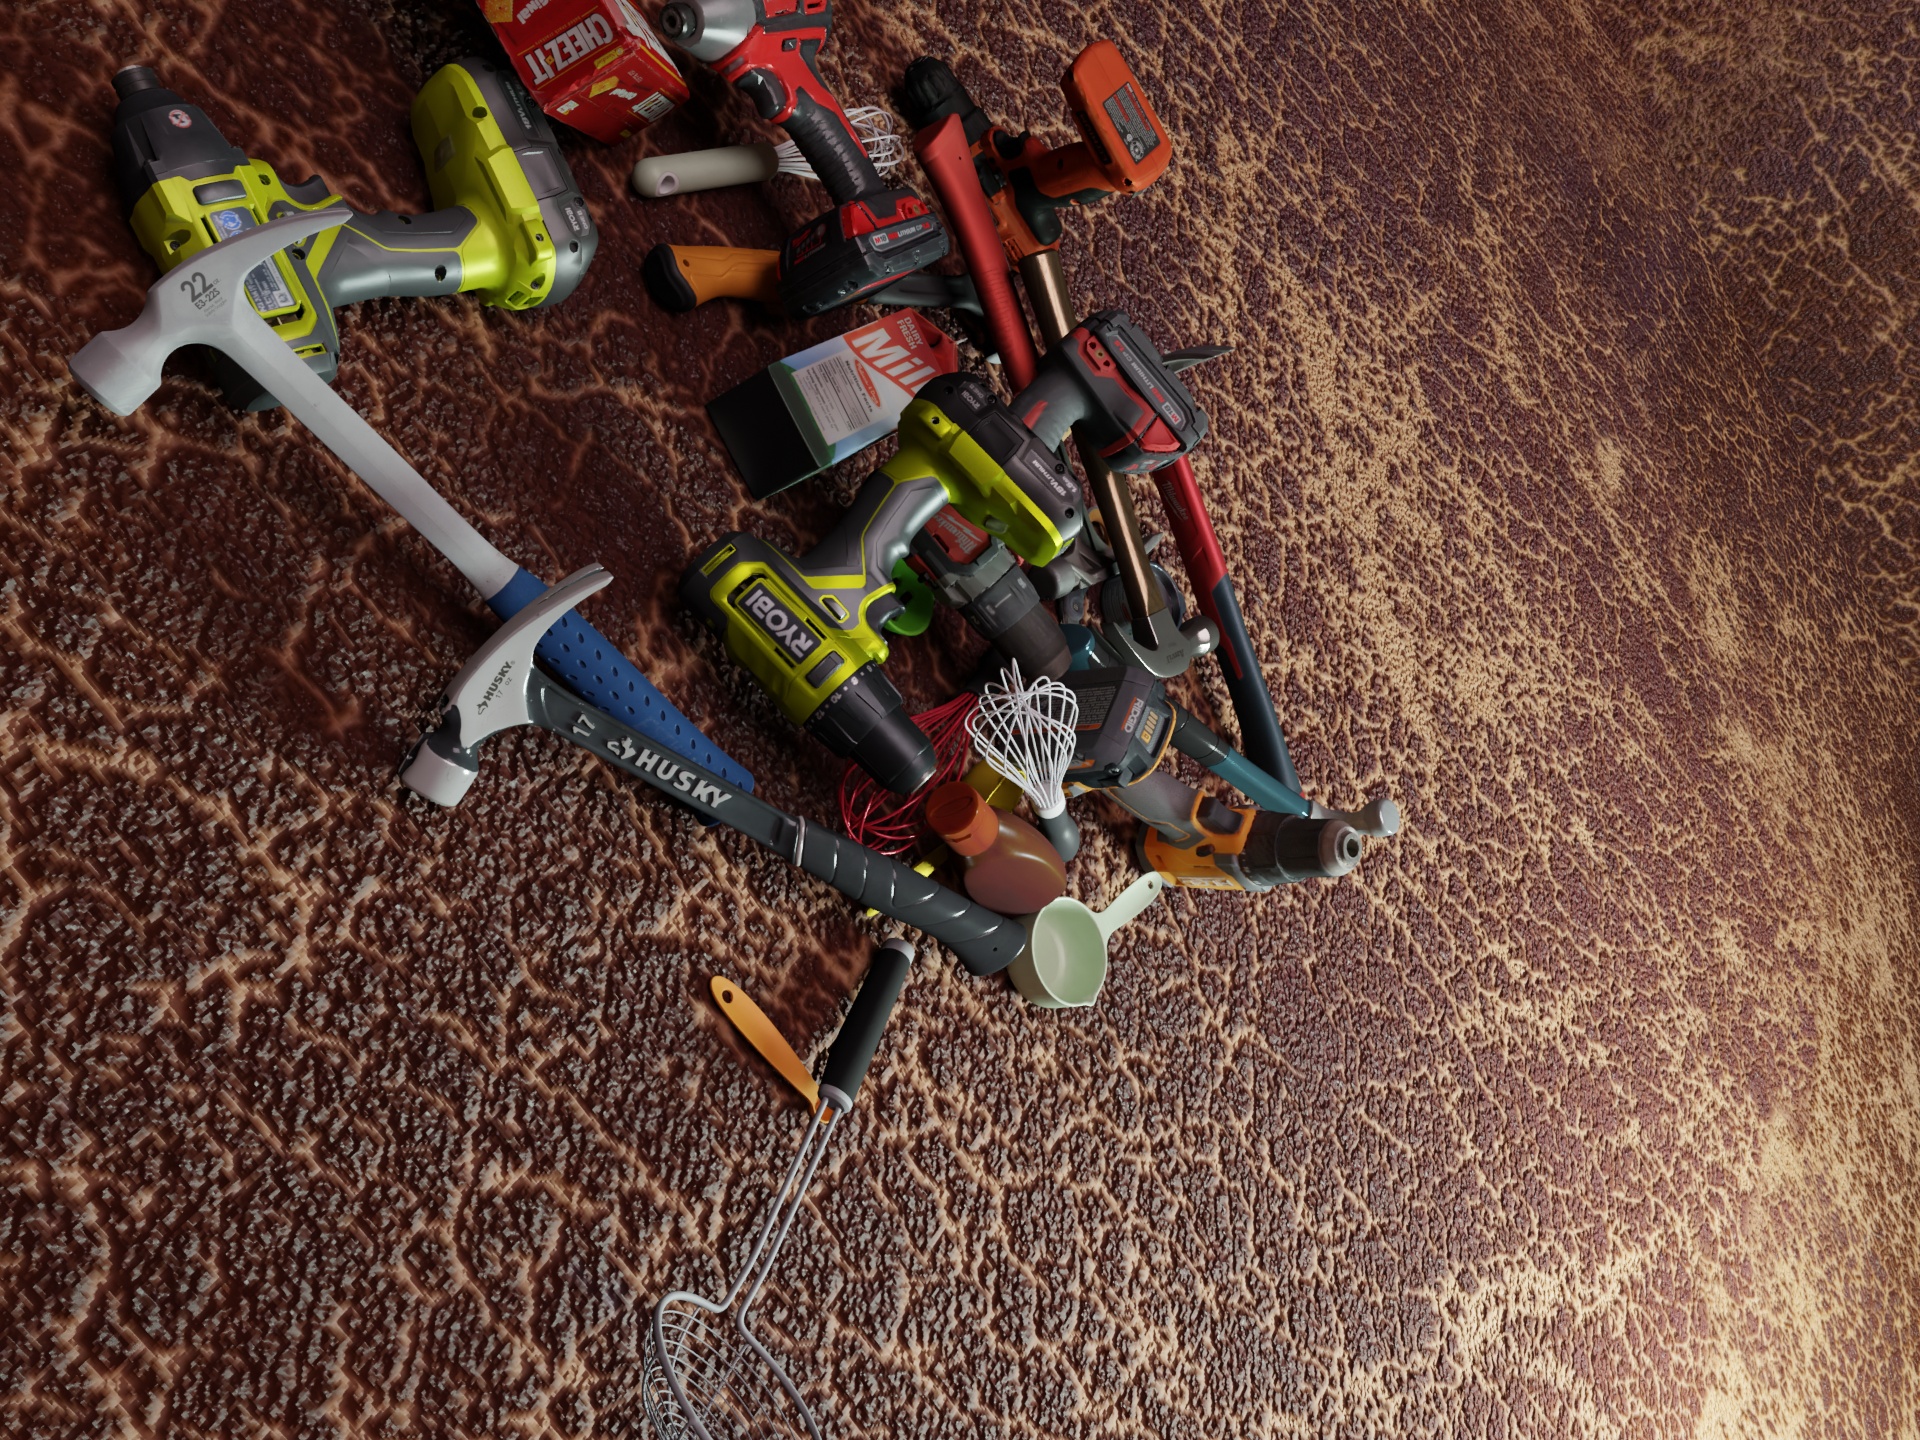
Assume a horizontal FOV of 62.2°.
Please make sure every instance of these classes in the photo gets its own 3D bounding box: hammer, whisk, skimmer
[{"bbox_3d":[0.106,-0.188,1.193,0.130,0.031,0.331,-27,102,-46],"label":"hammer"},{"bbox_3d":[0.053,0.039,1.039,0.284,0.070,0.070,69,24,-65],"label":"whisk"},{"bbox_3d":[-0.072,0.255,0.882,0.127,0.090,0.363,48,41,-21],"label":"skimmer"},{"bbox_3d":[-0.246,-0.084,0.840,0.144,0.035,0.405,-44,123,-4],"label":"hammer"},{"bbox_3d":[-0.130,-0.391,1.106,0.059,0.057,0.246,42,44,20],"label":"whisk"},{"bbox_3d":[-0.108,0.057,0.930,0.408,0.036,0.149,32,92,-34],"label":"hammer"},{"bbox_3d":[0.218,-0.109,1.296,0.038,0.143,0.386,-29,102,-42],"label":"hammer"},{"bbox_3d":[0.050,-0.276,1.201,0.149,0.037,0.359,-30,104,-45],"label":"hammer"},{"bbox_3d":[-0.082,-0.319,1.132,0.336,0.034,0.127,-13,87,-46],"label":"hammer"},{"bbox_3d":[-0.002,-0.003,1.094,0.073,0.073,0.296,57,40,-14],"label":"whisk"},{"bbox_3d":[0.188,0.019,1.224,0.330,0.128,0.033,33,55,-29],"label":"hammer"}]

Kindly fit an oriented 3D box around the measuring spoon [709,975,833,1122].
[{"bbox_3d":[-0.114,0.197,0.950,0.117,0.011,0.021,52,40,-14],"label":"measuring spoon"}]

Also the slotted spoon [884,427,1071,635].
[{"bbox_3d":[0.011,-0.154,1.175,0.070,0.031,0.314,56,44,-15],"label":"slotted spoon"}]

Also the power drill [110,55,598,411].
[{"bbox_3d":[-0.323,-0.277,0.853,0.223,0.080,0.171,-32,100,-42],"label":"power drill"}]

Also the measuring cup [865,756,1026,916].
[{"bbox_3d":[-0.016,0.077,1.068,0.029,0.062,0.156,37,55,24],"label":"measuring cup"}]

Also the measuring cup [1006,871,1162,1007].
[{"bbox_3d":[0.091,0.149,1.146,0.167,0.038,0.083,-29,97,-48],"label":"measuring cup"}]

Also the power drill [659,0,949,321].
[{"bbox_3d":[-0.107,-0.383,1.035,0.143,0.078,0.219,-39,106,-51],"label":"power drill"}]

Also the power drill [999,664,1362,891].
[{"bbox_3d":[0.161,0.052,1.134,0.226,0.185,0.084,39,64,-31],"label":"power drill"}]

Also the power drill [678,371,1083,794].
[{"bbox_3d":[-0.033,-0.085,0.986,0.190,0.080,0.228,45,78,1],"label":"power drill"}]

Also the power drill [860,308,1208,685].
[{"bbox_3d":[0.065,-0.153,1.101,0.227,0.080,0.188,-42,99,-17],"label":"power drill"}]
